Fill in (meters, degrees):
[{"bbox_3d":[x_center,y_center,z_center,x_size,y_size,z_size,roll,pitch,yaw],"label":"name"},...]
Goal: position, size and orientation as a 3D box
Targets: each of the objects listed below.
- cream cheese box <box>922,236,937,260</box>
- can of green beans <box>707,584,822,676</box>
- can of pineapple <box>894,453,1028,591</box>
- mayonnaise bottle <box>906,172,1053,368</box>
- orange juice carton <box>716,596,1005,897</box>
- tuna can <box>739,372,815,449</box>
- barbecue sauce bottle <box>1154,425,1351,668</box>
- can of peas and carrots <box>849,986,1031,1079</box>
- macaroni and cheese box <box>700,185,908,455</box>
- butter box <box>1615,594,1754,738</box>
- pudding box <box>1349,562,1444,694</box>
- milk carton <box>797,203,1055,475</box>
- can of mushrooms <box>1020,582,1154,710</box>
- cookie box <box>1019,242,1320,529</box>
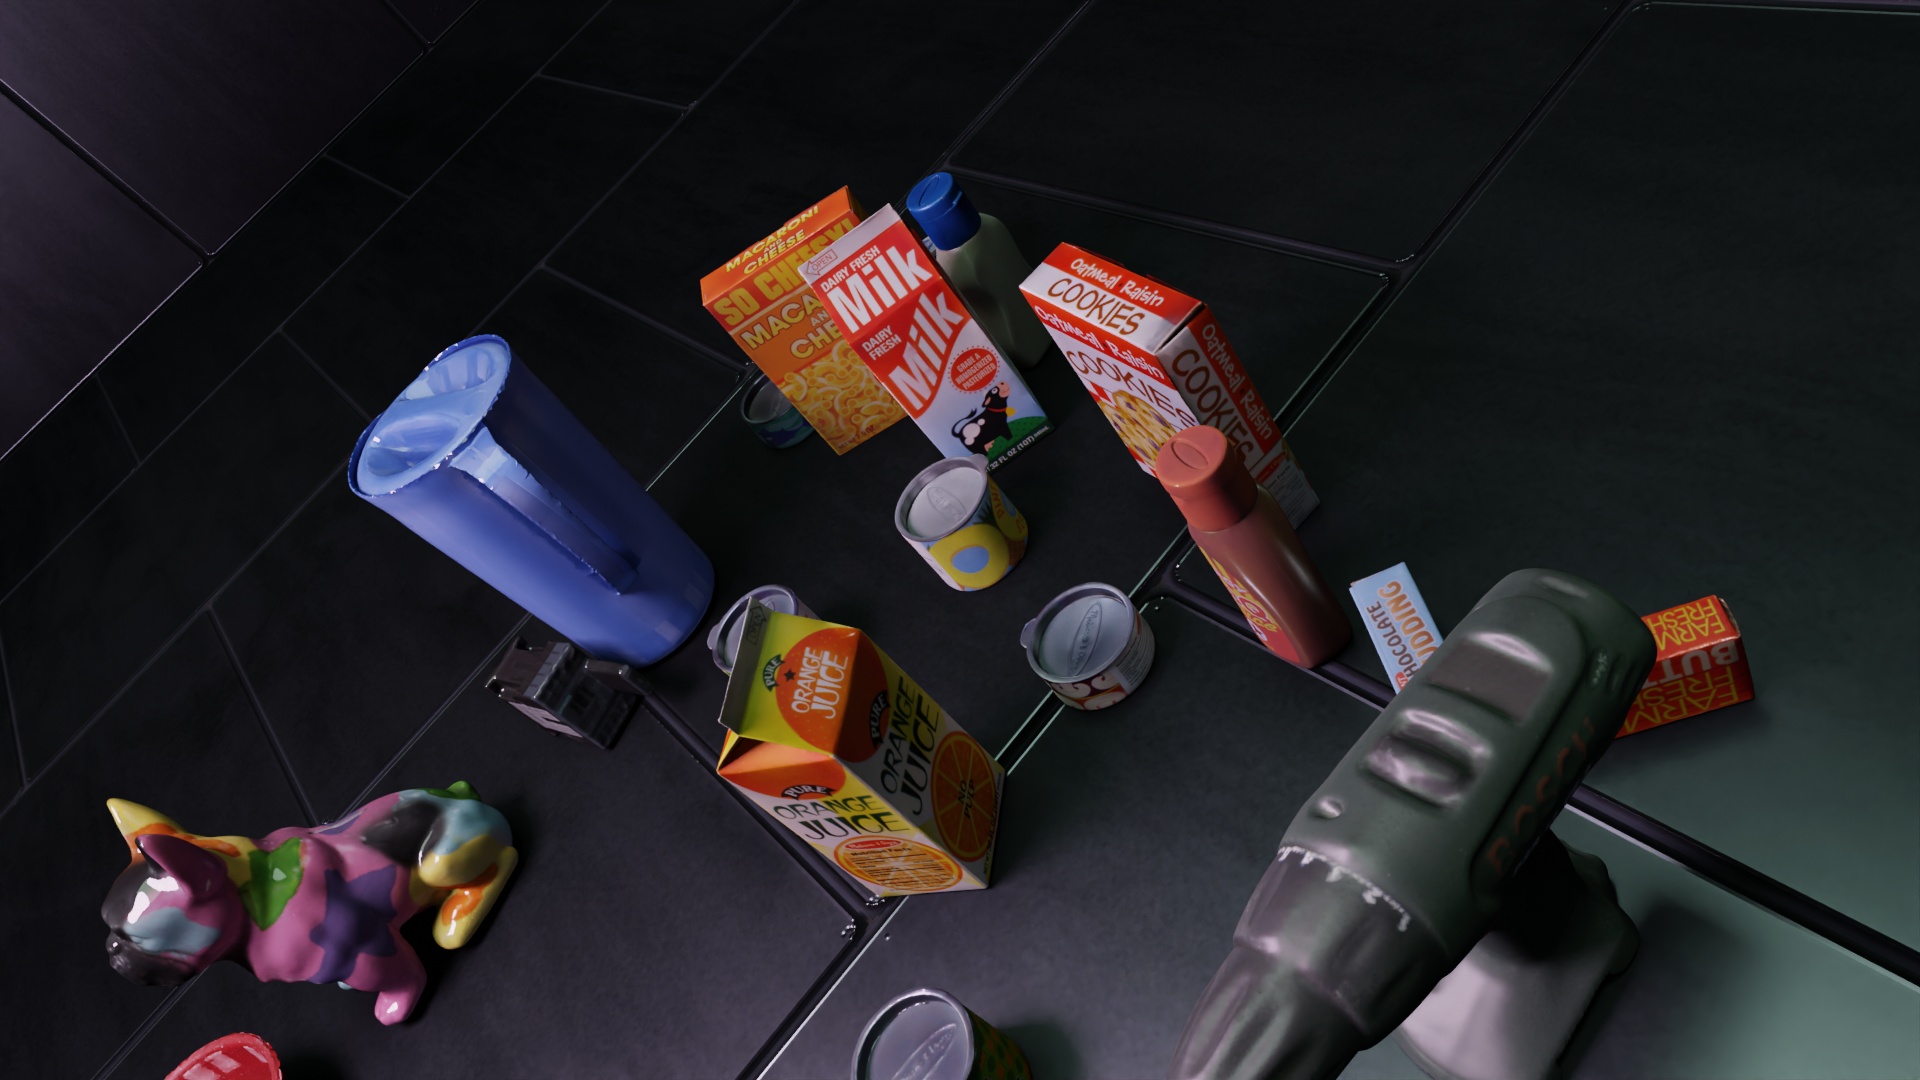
[{"bbox_3d":[-0.019,-0.203,1.067,0.104,0.053,0.024,-36,40,5],"label":"cream cheese box"},{"bbox_3d":[-0.115,0.071,0.891,0.071,0.057,0.071,-21,44,22],"label":"can of green beans"},{"bbox_3d":[0.003,-0.011,0.874,0.071,0.057,0.071,-21,44,22],"label":"can of pineapple"},{"bbox_3d":[0.016,-0.186,0.951,0.041,0.147,0.065,3,56,39],"label":"mayonnaise bottle"},{"bbox_3d":[-0.057,0.109,0.708,0.073,0.192,0.072,-13,47,29],"label":"orange juice carton"},{"bbox_3d":[-0.134,-0.107,1.085,0.071,0.032,0.071,-21,44,22],"label":"tuna can"},{"bbox_3d":[0.143,0.002,0.685,0.043,0.148,0.065,-41,40,0],"label":"barbecue sauce bottle"},{"bbox_3d":[-0.007,0.252,0.645,0.071,0.058,0.071,-21,44,22],"label":"can of peas and carrots"},{"bbox_3d":[-0.084,-0.151,0.983,0.123,0.166,0.040,-30,41,13],"label":"macaroni and cheese box"},{"bbox_3d":[0.281,0.062,0.598,0.103,0.053,0.024,-22,44,20],"label":"butter box"},{"bbox_3d":[0.216,0.057,0.655,0.030,0.049,0.084,-27,42,16],"label":"pudding box"},{"bbox_3d":[-0.023,-0.129,0.897,0.072,0.190,0.074,-35,41,7],"label":"milk carton"},{"bbox_3d":[0.071,0.059,0.777,0.071,0.033,0.071,-21,44,22],"label":"can of mushrooms"},{"bbox_3d":[0.116,-0.081,0.765,0.040,0.167,0.123,-46,40,-5],"label":"cookie box"}]
